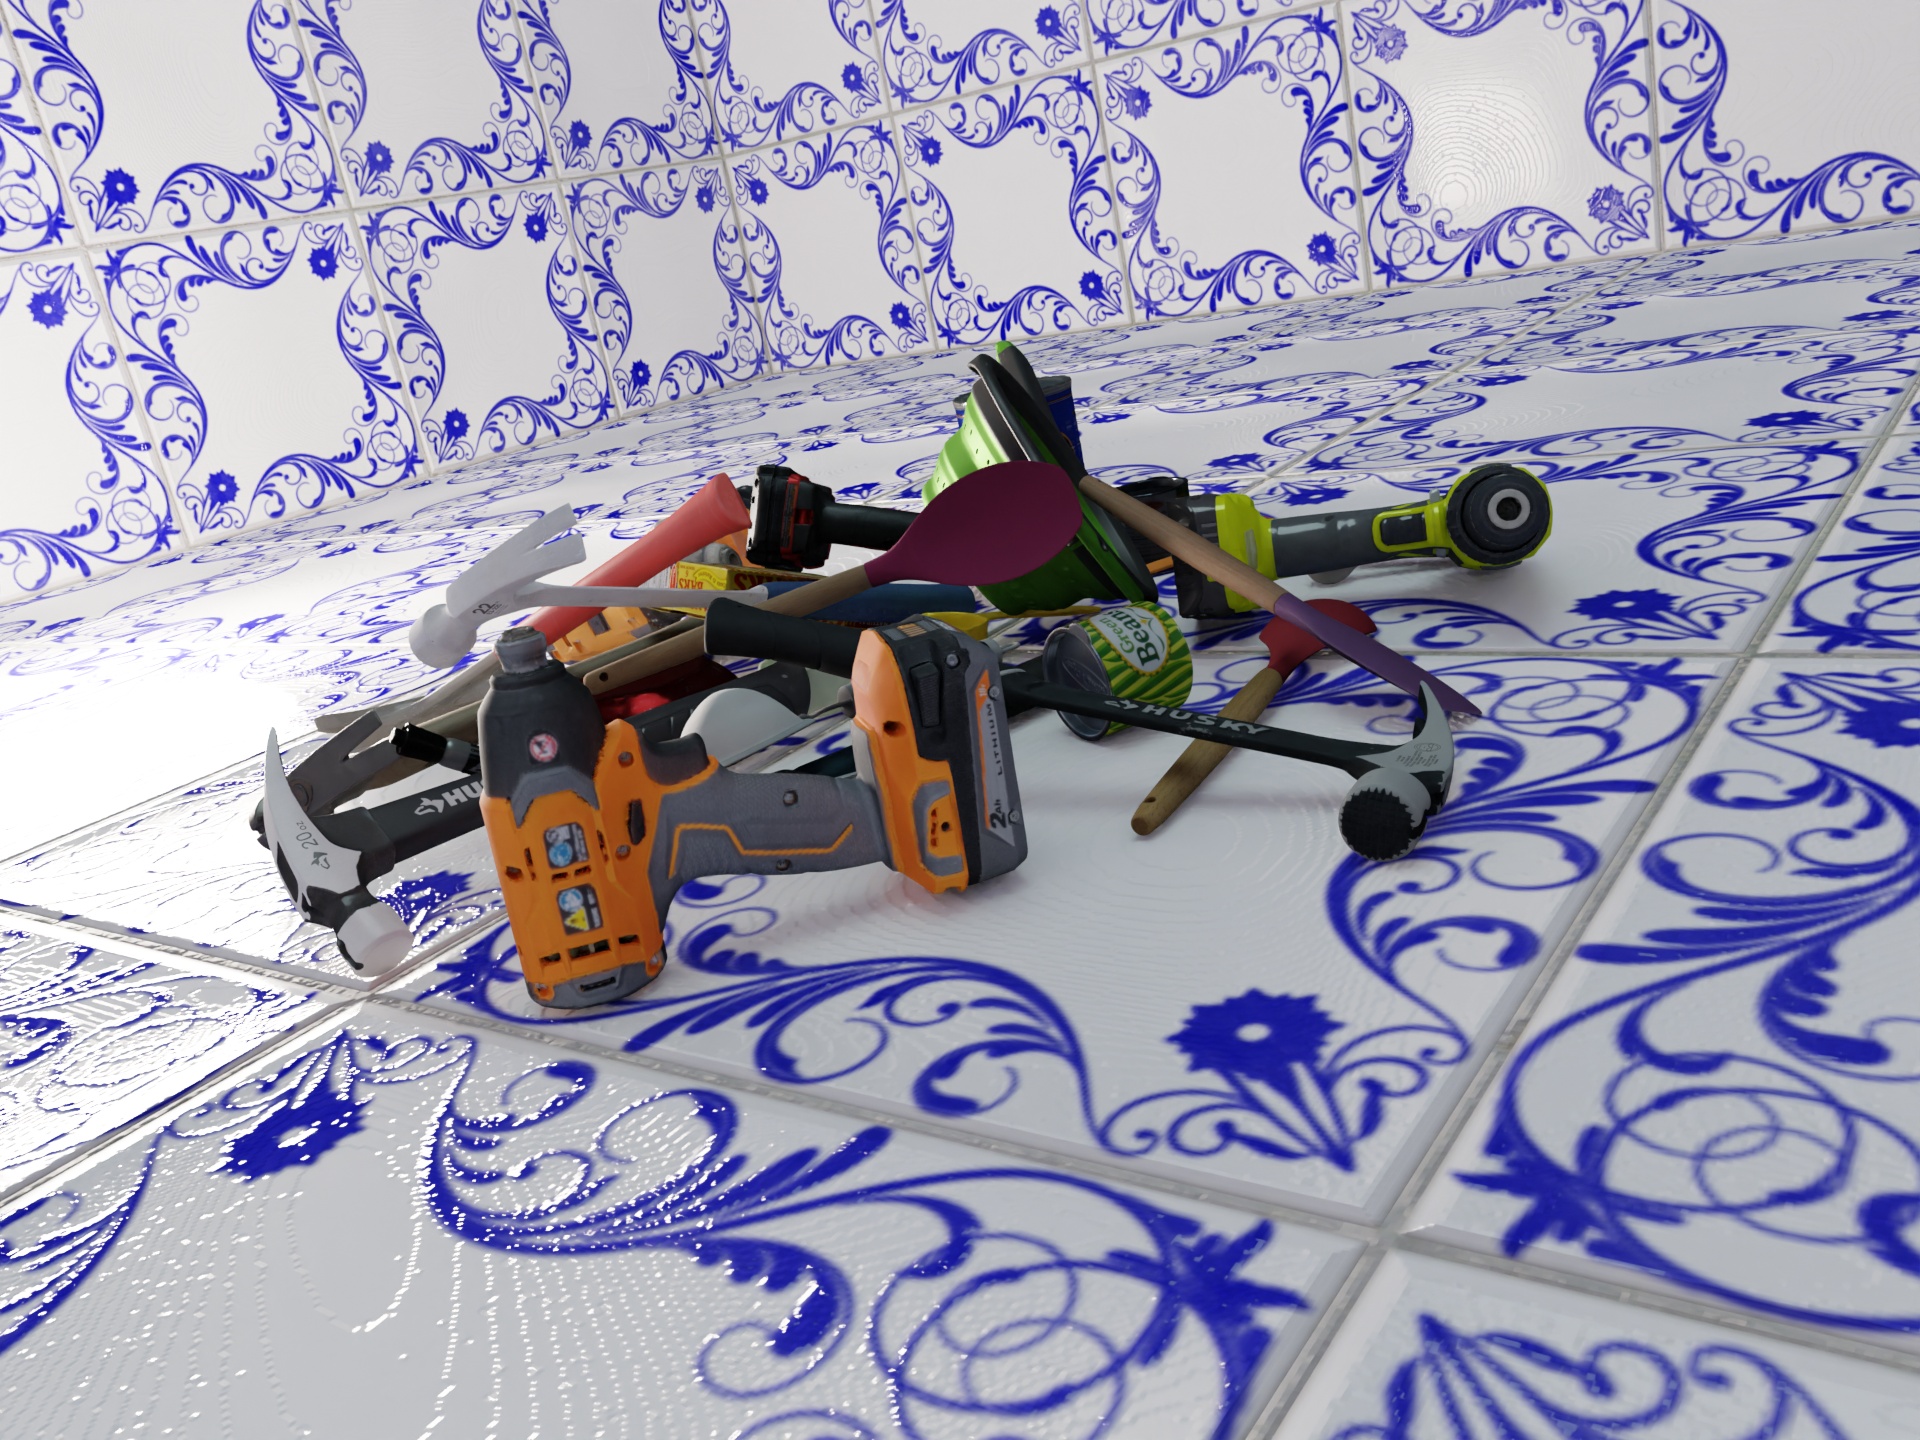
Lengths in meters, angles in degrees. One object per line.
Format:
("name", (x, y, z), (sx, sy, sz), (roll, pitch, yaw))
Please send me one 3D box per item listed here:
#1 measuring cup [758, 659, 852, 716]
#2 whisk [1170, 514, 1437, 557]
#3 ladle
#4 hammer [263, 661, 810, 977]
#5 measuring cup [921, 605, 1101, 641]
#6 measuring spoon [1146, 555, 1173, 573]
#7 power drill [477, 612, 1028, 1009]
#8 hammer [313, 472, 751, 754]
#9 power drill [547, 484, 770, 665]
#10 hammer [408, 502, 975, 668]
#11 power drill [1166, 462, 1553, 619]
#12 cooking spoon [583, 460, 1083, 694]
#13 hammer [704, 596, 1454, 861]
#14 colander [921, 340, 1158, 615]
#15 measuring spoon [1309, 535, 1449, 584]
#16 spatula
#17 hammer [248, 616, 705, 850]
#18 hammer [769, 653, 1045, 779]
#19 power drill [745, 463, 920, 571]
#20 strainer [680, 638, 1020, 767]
("measuring cup", (-0.055, -0.026, 1.021), (0.168, 0.038, 0.083), (2, 22, 36))
("whisk", (0.260, -0.128, 1.131), (0.245, 0.047, 0.051), (3, 21, 30))
("ladle", (0.159, -0.011, 0.865), (0.069, 0.031, 0.315), (-1, 22, 32))
("hammer", (-0.217, 0.021, 0.885), (0.335, 0.035, 0.146), (-23, 58, -41))
("measuring cup", (0.033, -0.061, 1.113), (0.156, 0.029, 0.062), (-8, 17, -29))
("measuring spoon", (0.180, -0.124, 1.227), (0.117, 0.011, 0.021), (-18, 19, -8))
("power drill", (-0.095, 0.021, 0.701), (0.226, 0.164, 0.084), (-14, 17, -14))
("hammer", (-0.276, -0.066, 1.059), (0.359, 0.037, 0.149), (-27, -3, 34))
("power drill", (-0.227, -0.128, 1.337), (0.185, 0.084, 0.226), (-19, 16, 27))
("hammer", (-0.136, -0.080, 1.023), (0.405, 0.035, 0.144), (-3, -22, -47))
("power drill", (0.249, -0.115, 0.991), (0.228, 0.080, 0.190), (-6, 3, 15))
("cooking spoon", (-0.080, -0.078, 0.957), (0.319, 0.069, 0.017), (-21, 0, 4))
("hammer", (0.042, -0.016, 0.800), (0.409, 0.036, 0.149), (13, 24, 25))
("colander", (0.032, -0.181, 1.150), (0.094, 0.204, 0.397), (-35, 28, 14))
("measuring spoon", (0.295, -0.121, 1.081), (0.124, 0.034, 0.018), (-12, -27, 17))
("spatula", (0.168, -0.077, 0.907), (0.059, 0.018, 0.316), (4, 25, -41))
("hammer", (-0.277, -0.022, 1.088), (0.146, 0.038, 0.410), (-30, 1, 36))
("hammer", (-0.001, -0.003, 0.925), (0.331, 0.033, 0.128), (-25, 21, -36))
("power drill", (-0.051, -0.150, 1.272), (0.219, 0.078, 0.143), (7, 3, 5))
("strainer", (-0.067, -0.011, 0.877), (0.258, 0.050, 0.087), (-20, 3, -35))
